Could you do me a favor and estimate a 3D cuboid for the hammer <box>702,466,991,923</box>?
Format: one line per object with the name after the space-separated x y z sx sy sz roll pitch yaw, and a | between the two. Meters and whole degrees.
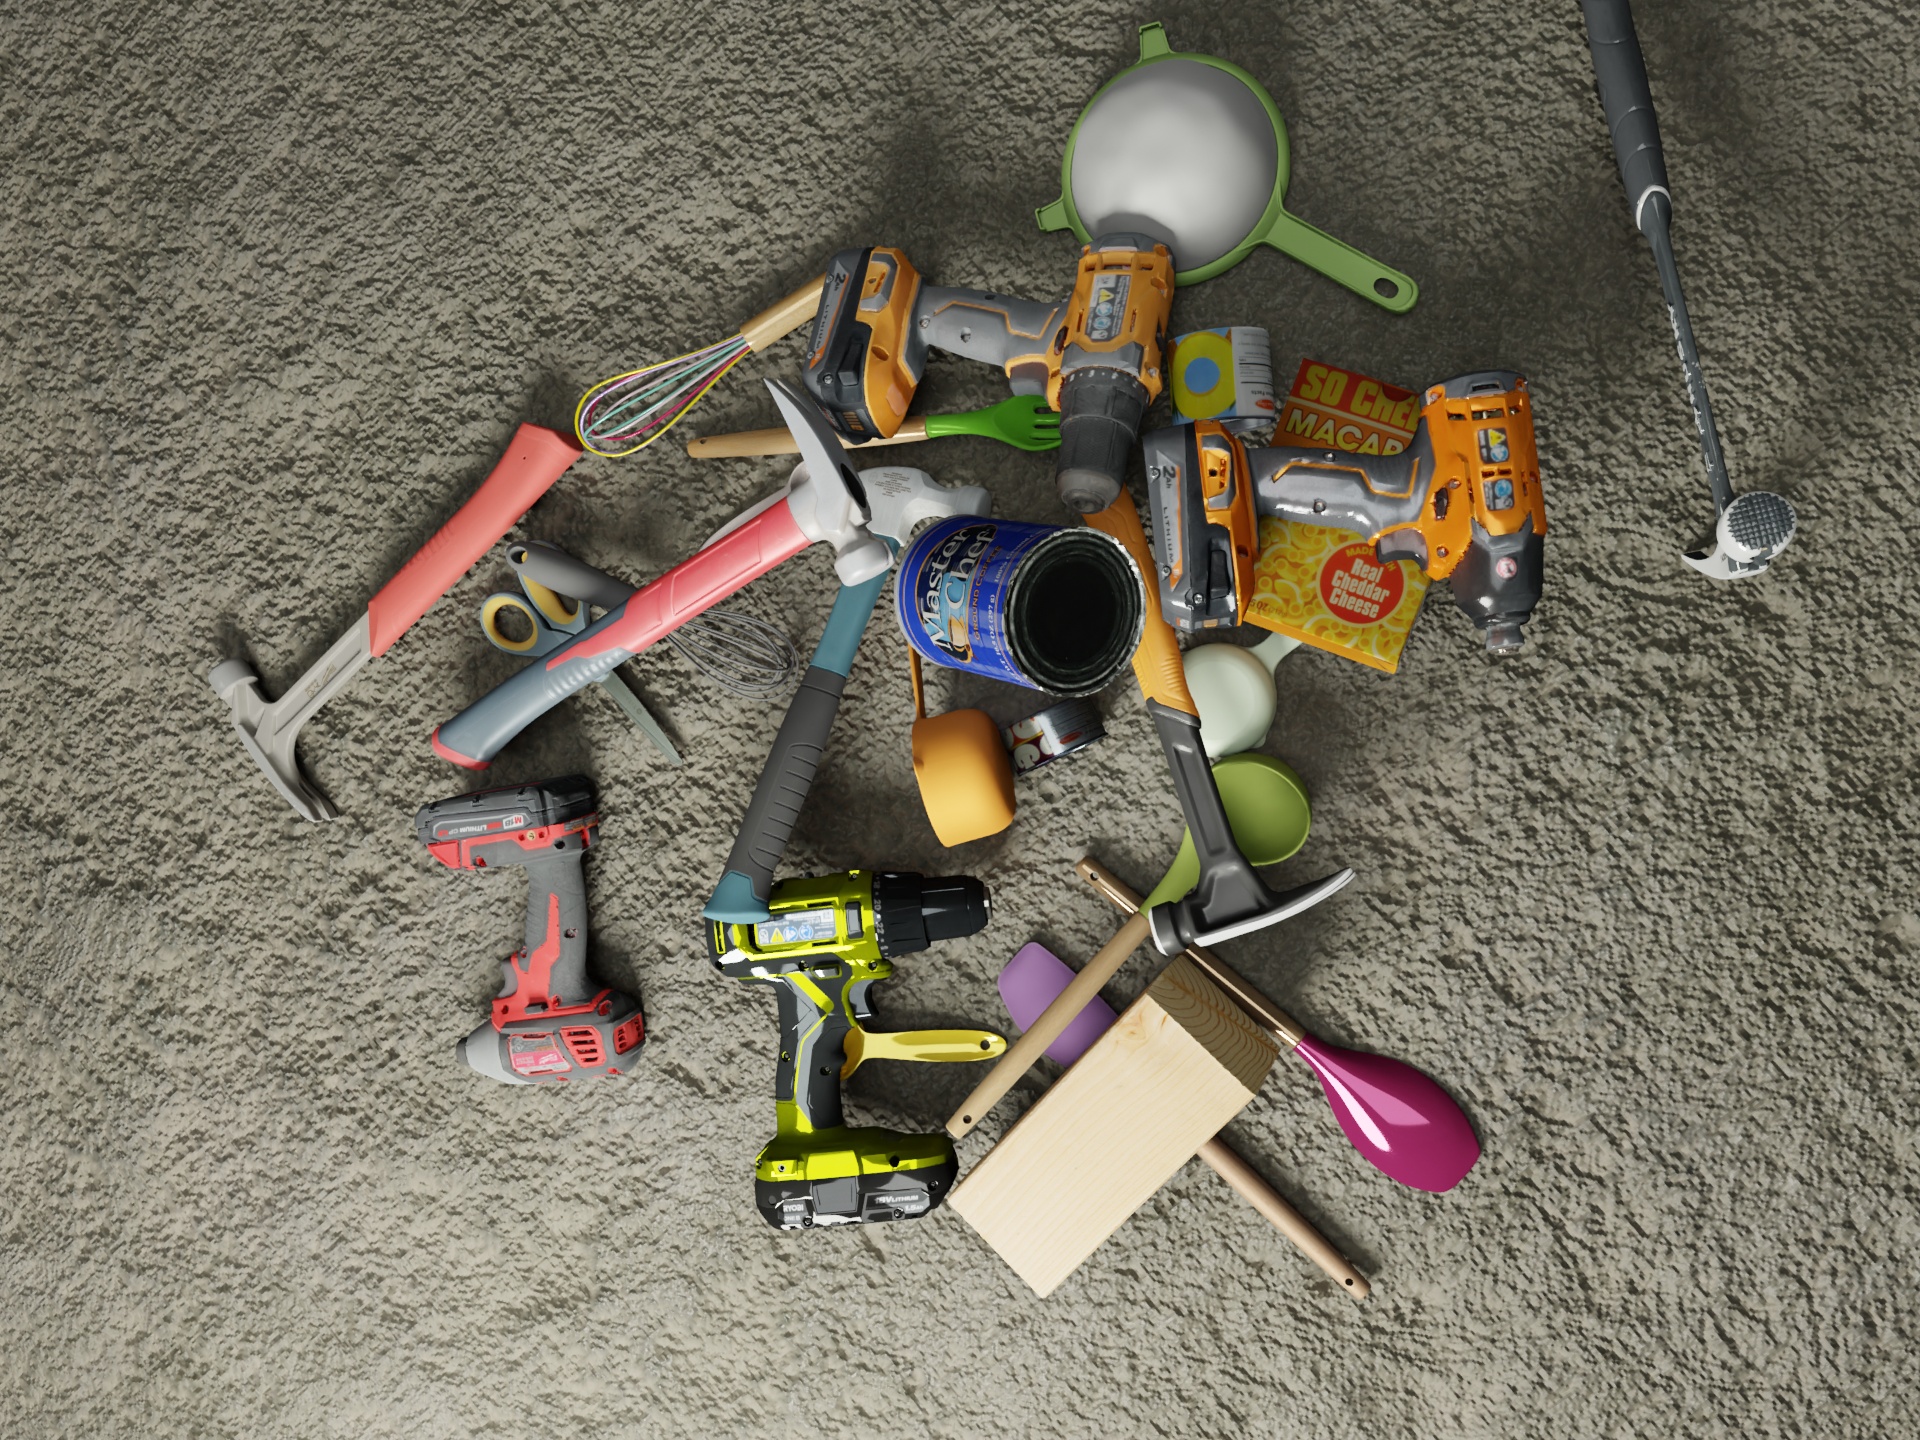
-0.093 -0.019 1.065 0.128 0.033 0.331 17 79 21 | hammer

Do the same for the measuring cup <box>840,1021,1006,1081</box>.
-0.045 0.227 1.122 0.156 0.029 0.062 0 89 3 | measuring cup

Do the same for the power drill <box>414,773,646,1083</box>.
-0.319 0.158 1.164 0.143 0.078 0.219 -10 93 16 | power drill

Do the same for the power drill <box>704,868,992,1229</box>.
-0.065 0.213 1.071 0.190 0.080 0.228 -7 86 5 | power drill

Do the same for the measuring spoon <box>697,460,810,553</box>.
-0.138 -0.144 1.131 0.124 0.018 0.034 -31 63 21 | measuring spoon

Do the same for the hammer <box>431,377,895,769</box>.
-0.230 -0.080 1.092 0.386 0.038 0.143 -28 87 24 | hammer

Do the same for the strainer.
0.175 -0.330 1.005 0.256 0.069 0.151 34 101 13 | strainer

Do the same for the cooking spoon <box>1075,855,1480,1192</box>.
0.203 0.195 1.050 0.319 0.017 0.068 39 101 10 | cooking spoon

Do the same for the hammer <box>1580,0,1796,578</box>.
0.411 -0.278 0.931 0.036 0.149 0.409 -11 81 15 | hammer

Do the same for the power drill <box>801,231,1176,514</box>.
0.017 -0.220 1.018 0.226 0.084 0.185 4 70 18 | power drill

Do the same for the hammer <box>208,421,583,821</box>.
-0.411 -0.085 1.195 0.359 0.036 0.149 -40 82 14 | hammer

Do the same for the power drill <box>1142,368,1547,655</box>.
0.228 -0.110 0.938 0.226 0.084 0.164 -7 82 7 | power drill

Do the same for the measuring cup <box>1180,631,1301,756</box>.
0.199 -0.043 1.029 0.167 0.038 0.083 -44 82 14 | measuring cup

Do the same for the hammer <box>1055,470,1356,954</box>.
0.136 -0.030 1.009 0.127 0.034 0.337 -21 73 15 | hammer

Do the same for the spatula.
0.148 0.272 1.069 0.316 0.018 0.059 41 107 11 | spatula

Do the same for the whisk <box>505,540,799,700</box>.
-0.223 -0.076 1.135 0.239 0.055 0.055 24 99 12 | whisk

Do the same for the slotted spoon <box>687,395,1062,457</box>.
-0.045 -0.201 1.092 0.314 0.031 0.070 -2 55 19 | slotted spoon

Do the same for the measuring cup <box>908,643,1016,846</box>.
-0.002 -0.003 1.074 0.052 0.095 0.174 -13 71 10 | measuring cup

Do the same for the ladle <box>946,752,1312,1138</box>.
0.103 0.148 1.020 0.078 0.062 0.320 43 88 -2 | ladle

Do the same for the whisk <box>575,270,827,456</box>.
-0.170 -0.260 1.118 0.245 0.051 0.047 -29 80 12 | whisk
